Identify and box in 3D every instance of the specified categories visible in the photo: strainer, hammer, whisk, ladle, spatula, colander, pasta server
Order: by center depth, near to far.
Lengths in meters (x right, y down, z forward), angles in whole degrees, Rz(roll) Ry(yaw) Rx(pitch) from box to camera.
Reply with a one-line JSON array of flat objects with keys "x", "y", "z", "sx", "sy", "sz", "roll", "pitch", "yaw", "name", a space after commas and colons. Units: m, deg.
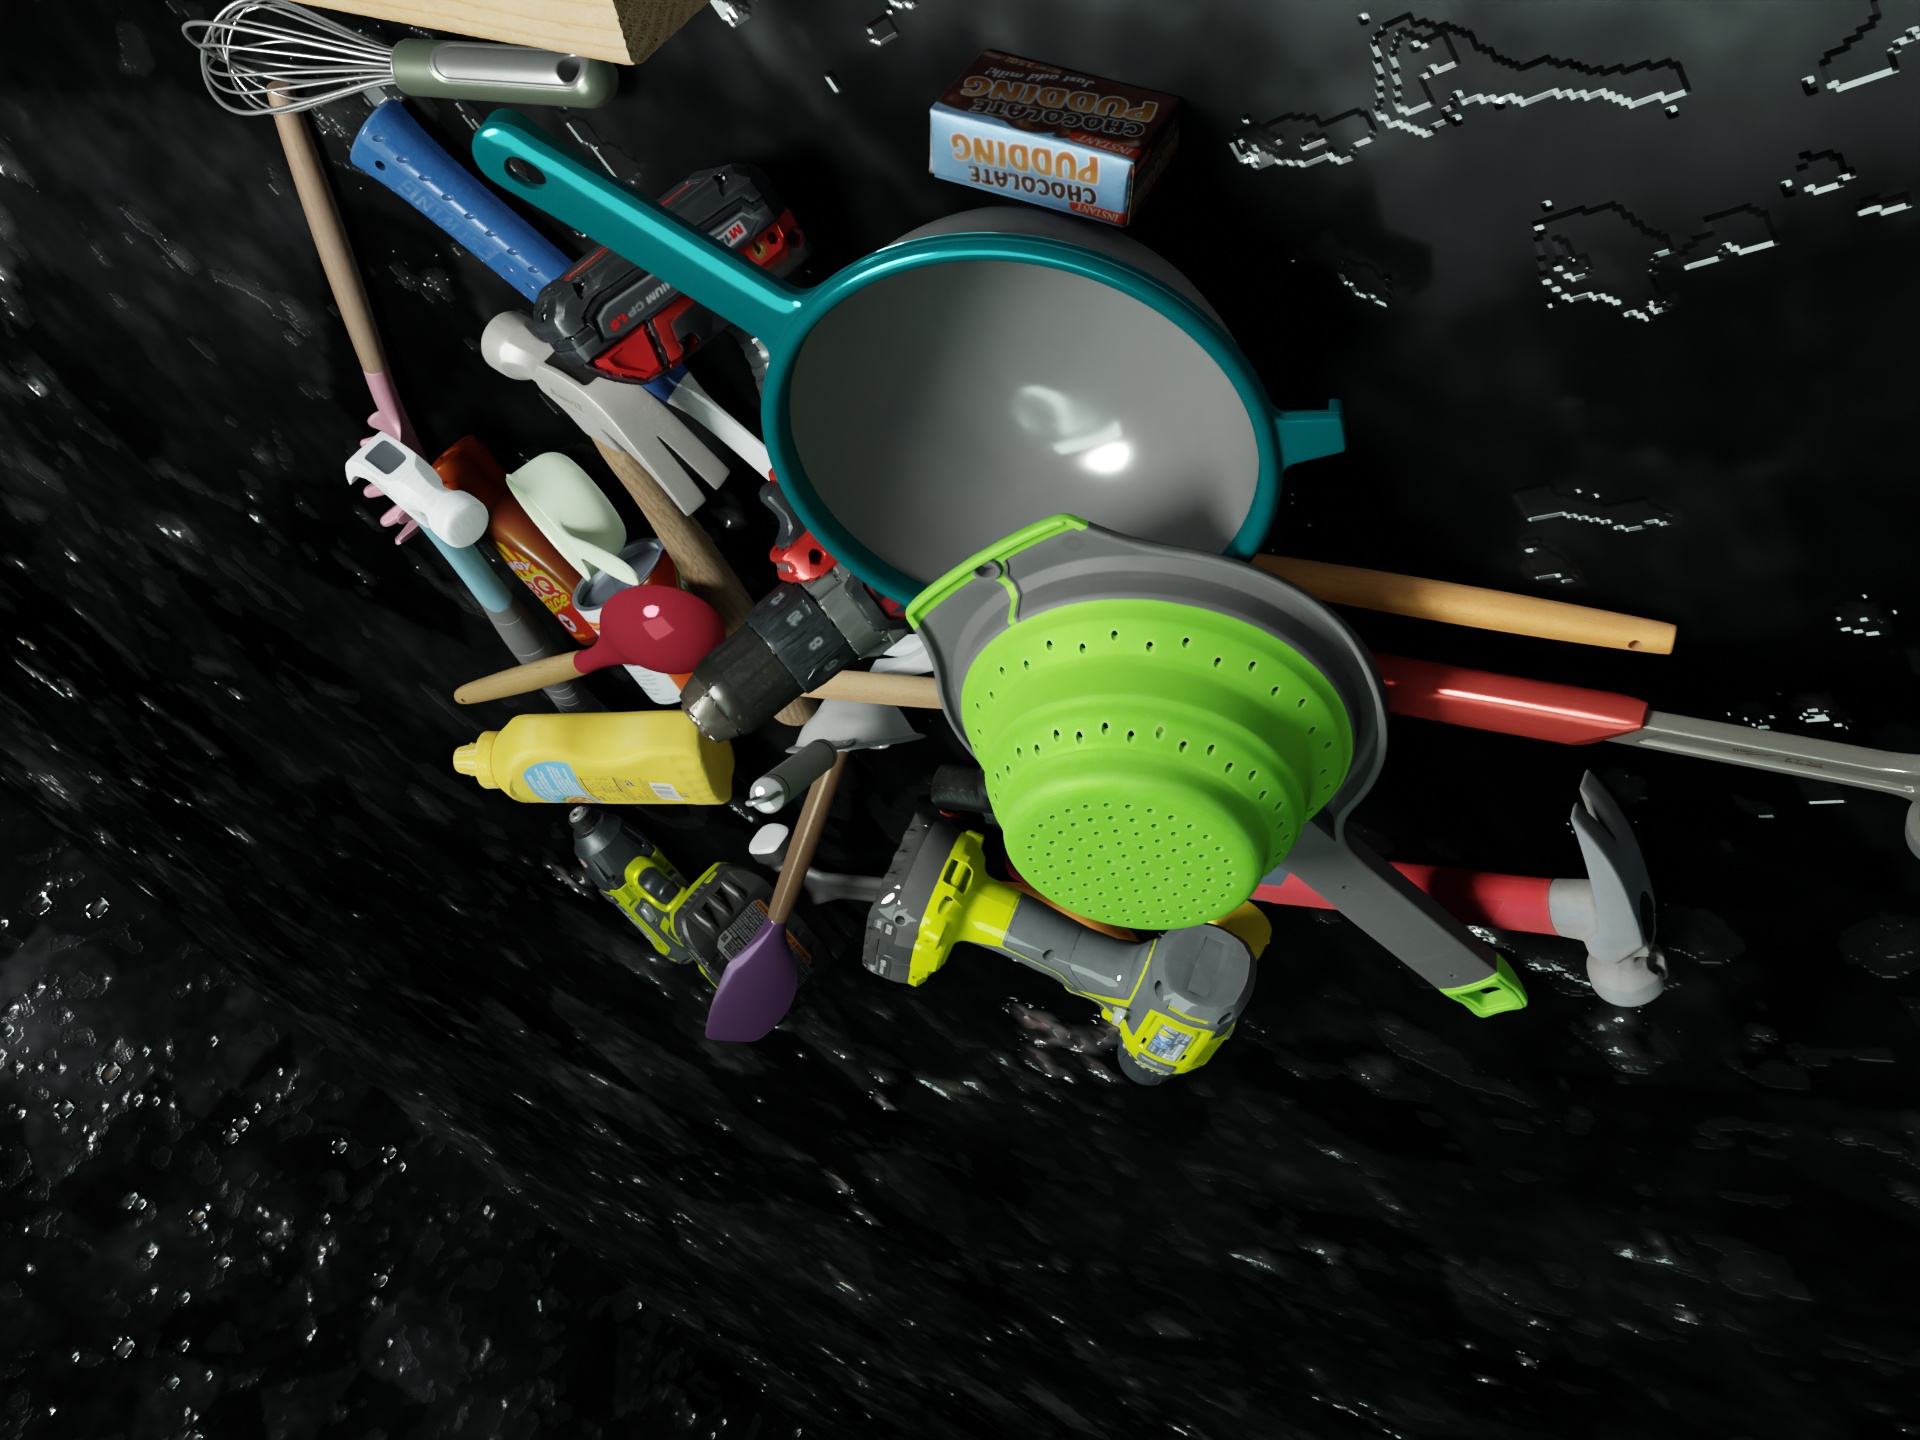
[{"x": -0.024, "y": -0.164, "z": 0.646, "sx": 0.340, "sy": 0.095, "sz": 0.211, "roll": 28, "pitch": 141, "yaw": -15, "name": "strainer"}, {"x": 0.244, "y": -0.009, "z": 0.686, "sx": 0.359, "sy": 0.037, "sz": 0.149, "roll": 13, "pitch": 166, "yaw": 33, "name": "hammer"}, {"x": 0.153, "y": -0.072, "z": 0.723, "sx": 0.323, "sy": 0.041, "sz": 0.080, "roll": 13, "pitch": 143, "yaw": 22, "name": "spatula"}, {"x": 0.139, "y": 0.070, "z": 0.730, "sx": 0.396, "sy": 0.095, "sz": 0.204, "roll": 37, "pitch": 137, "yaw": -26, "name": "colander"}, {"x": -0.264, "y": -0.306, "z": 0.742, "sx": 0.246, "sy": 0.058, "sz": 0.059, "roll": 13, "pitch": 178, "yaw": 22, "name": "whisk"}, {"x": -0.143, "y": -0.165, "z": 0.837, "sx": 0.405, "sy": 0.035, "sz": 0.144, "roll": 40, "pitch": 147, "yaw": -12, "name": "hammer"}, {"x": -0.001, "y": -0.003, "z": 0.871, "sx": 0.320, "sy": 0.062, "sz": 0.078, "roll": 5, "pitch": 157, "yaw": 21, "name": "ladle"}, {"x": -0.144, "y": -0.088, "z": 0.889, "sx": 0.130, "sy": 0.031, "sz": 0.331, "roll": 32, "pitch": 163, "yaw": 29, "name": "hammer"}, {"x": 0.180, "y": 0.078, "z": 0.890, "sx": 0.386, "sy": 0.038, "sz": 0.143, "roll": 2, "pitch": 136, "yaw": 39, "name": "hammer"}, {"x": -0.077, "y": 0.017, "z": 0.908, "sx": 0.087, "sy": 0.258, "sz": 0.050, "roll": -6, "pitch": 99, "yaw": 11, "name": "strainer"}, {"x": -0.359, "y": -0.227, "z": 0.938, "sx": 0.060, "sy": 0.040, "sz": 0.316, "roll": 47, "pitch": 154, "yaw": 28, "name": "pasta server"}, {"x": -0.246, "y": -0.035, "z": 0.986, "sx": 0.069, "sy": 0.031, "sz": 0.315, "roll": 40, "pitch": 150, "yaw": -29, "name": "ladle"}, {"x": -0.298, "y": -0.073, "z": 1.039, "sx": 0.128, "sy": 0.033, "sz": 0.330, "roll": 36, "pitch": 163, "yaw": 24, "name": "hammer"}, {"x": -0.119, "y": 0.119, "z": 1.108, "sx": 0.059, "sy": 0.018, "sz": 0.315, "roll": 7, "pitch": 127, "yaw": -21, "name": "spatula"}, {"x": -0.001, "y": 0.131, "z": 1.122, "sx": 0.337, "sy": 0.034, "sz": 0.127, "roll": 0, "pitch": 135, "yaw": 41, "name": "hammer"}]

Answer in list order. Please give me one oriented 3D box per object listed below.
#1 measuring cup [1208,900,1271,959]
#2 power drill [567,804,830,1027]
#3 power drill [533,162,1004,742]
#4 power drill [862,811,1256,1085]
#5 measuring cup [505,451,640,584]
[{"x": 0.144, "y": 0.152, "z": 1.028, "sx": 0.062, "sy": 0.029, "sz": 0.156, "roll": 34, "pitch": 147, "yaw": -3, "name": "measuring cup"}, {"x": -0.218, "y": 0.148, "z": 1.266, "sx": 0.223, "sy": 0.080, "sz": 0.171, "roll": 16, "pitch": 149, "yaw": 49, "name": "power drill"}, {"x": -0.099, "y": -0.116, "z": 0.732, "sx": 0.226, "sy": 0.188, "sz": 0.080, "roll": 53, "pitch": 174, "yaw": -25, "name": "power drill"}, {"x": 0.058, "y": 0.156, "z": 1.000, "sx": 0.228, "sy": 0.080, "sz": 0.190, "roll": 22, "pitch": 152, "yaw": 6, "name": "power drill"}, {"x": -0.208, "y": -0.111, "z": 0.915, "sx": 0.168, "sy": 0.038, "sz": 0.083, "roll": 29, "pitch": 157, "yaw": 51, "name": "measuring cup"}]
